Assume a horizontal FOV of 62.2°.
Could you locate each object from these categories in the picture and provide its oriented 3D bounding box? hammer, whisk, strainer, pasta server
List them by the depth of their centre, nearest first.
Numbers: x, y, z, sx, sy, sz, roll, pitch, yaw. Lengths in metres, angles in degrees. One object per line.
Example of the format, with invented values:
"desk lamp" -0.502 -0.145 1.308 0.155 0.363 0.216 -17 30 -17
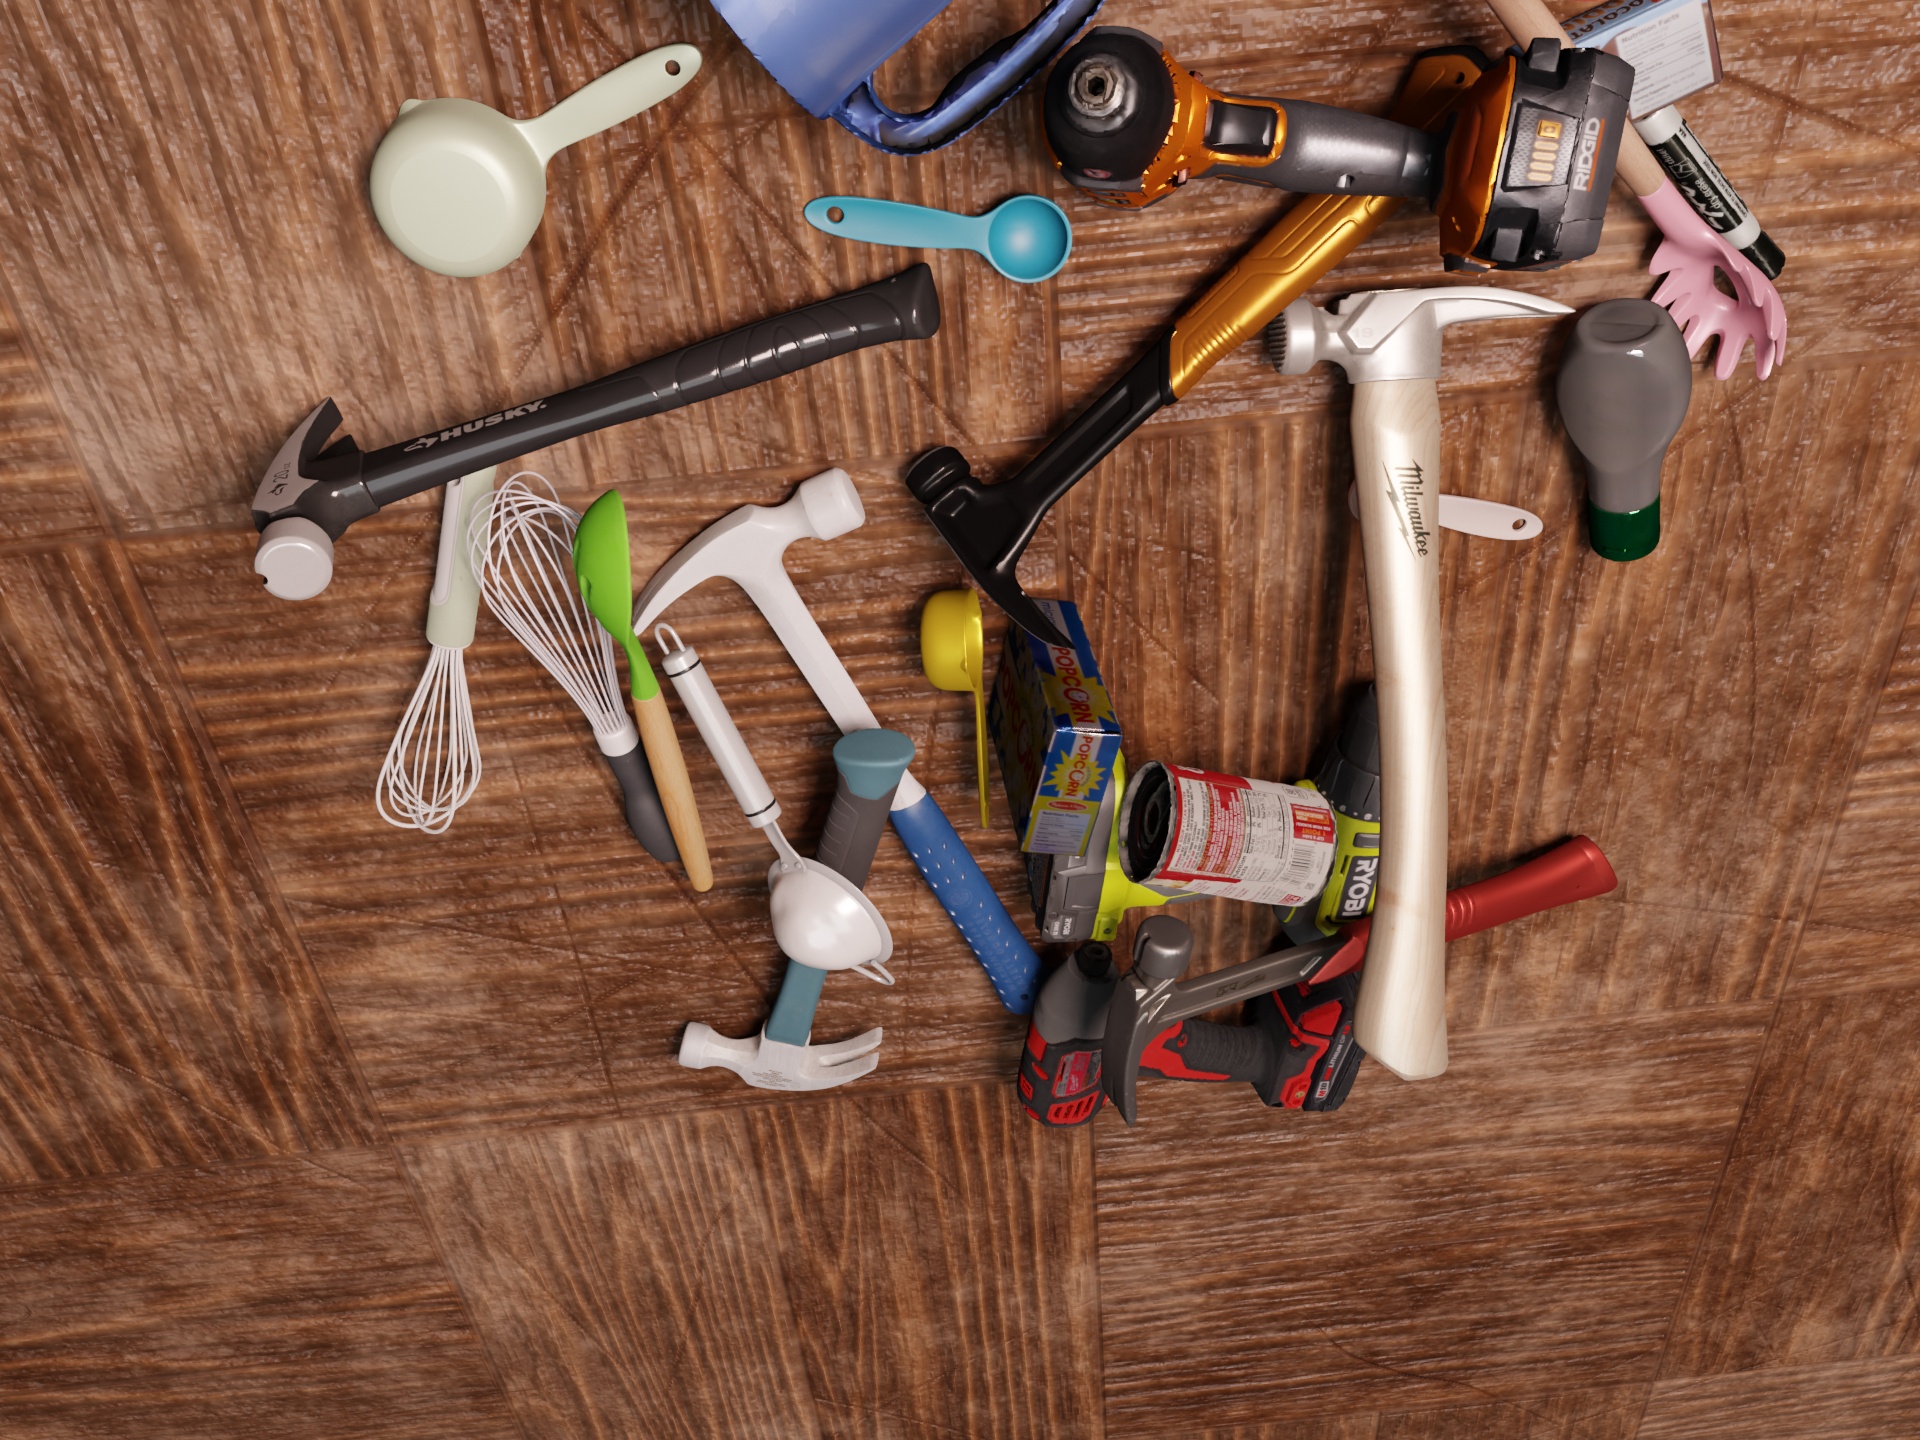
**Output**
"pasta server" 0.299 -0.254 0.724 0.316 0.060 0.040 30 82 -37
"hammer" -0.168 -0.155 0.760 0.335 0.146 0.035 -20 127 -5
"hammer" 0.125 -0.183 0.768 0.337 0.127 0.034 -42 161 18
"hammer" 0.242 -0.013 0.826 0.146 0.038 0.410 -4 100 -2
"whisk" -0.281 -0.039 0.867 0.059 0.058 0.246 -10 130 -40
"whisk" -0.201 -0.015 0.879 0.070 0.070 0.284 -10 134 3
"strainer" -0.108 0.059 0.885 0.087 0.050 0.258 -6 117 44
"hammer" -0.043 0.041 0.950 0.144 0.035 0.405 -23 125 11
"hammer" 0.251 0.140 0.967 0.359 0.037 0.149 -13 131 -23
"hammer" -0.087 0.127 0.978 0.128 0.033 0.330 14 132 -7

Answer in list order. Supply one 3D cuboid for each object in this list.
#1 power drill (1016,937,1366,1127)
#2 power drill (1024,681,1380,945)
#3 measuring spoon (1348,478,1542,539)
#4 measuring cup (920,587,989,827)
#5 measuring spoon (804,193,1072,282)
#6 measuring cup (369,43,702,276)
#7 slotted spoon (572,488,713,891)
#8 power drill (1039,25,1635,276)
"power drill" 0.151 0.196 1.037 0.219 0.079 0.143 -1 127 -14
"power drill" 0.162 0.058 0.957 0.228 0.080 0.190 0 127 -8
"measuring spoon" 0.267 -0.119 0.876 0.124 0.018 0.034 9 125 -19
"measuring cup" -0.001 -0.003 0.903 0.029 0.062 0.156 1 123 9
"measuring spoon" -0.010 -0.239 0.763 0.128 0.021 0.042 8 125 1
"measuring cup" -0.190 -0.257 0.715 0.167 0.038 0.083 -23 125 14
"slotted spoon" -0.165 0.002 0.859 0.031 0.070 0.313 -16 141 -10
"power drill" 0.144 -0.237 0.649 0.226 0.164 0.084 10 104 10
